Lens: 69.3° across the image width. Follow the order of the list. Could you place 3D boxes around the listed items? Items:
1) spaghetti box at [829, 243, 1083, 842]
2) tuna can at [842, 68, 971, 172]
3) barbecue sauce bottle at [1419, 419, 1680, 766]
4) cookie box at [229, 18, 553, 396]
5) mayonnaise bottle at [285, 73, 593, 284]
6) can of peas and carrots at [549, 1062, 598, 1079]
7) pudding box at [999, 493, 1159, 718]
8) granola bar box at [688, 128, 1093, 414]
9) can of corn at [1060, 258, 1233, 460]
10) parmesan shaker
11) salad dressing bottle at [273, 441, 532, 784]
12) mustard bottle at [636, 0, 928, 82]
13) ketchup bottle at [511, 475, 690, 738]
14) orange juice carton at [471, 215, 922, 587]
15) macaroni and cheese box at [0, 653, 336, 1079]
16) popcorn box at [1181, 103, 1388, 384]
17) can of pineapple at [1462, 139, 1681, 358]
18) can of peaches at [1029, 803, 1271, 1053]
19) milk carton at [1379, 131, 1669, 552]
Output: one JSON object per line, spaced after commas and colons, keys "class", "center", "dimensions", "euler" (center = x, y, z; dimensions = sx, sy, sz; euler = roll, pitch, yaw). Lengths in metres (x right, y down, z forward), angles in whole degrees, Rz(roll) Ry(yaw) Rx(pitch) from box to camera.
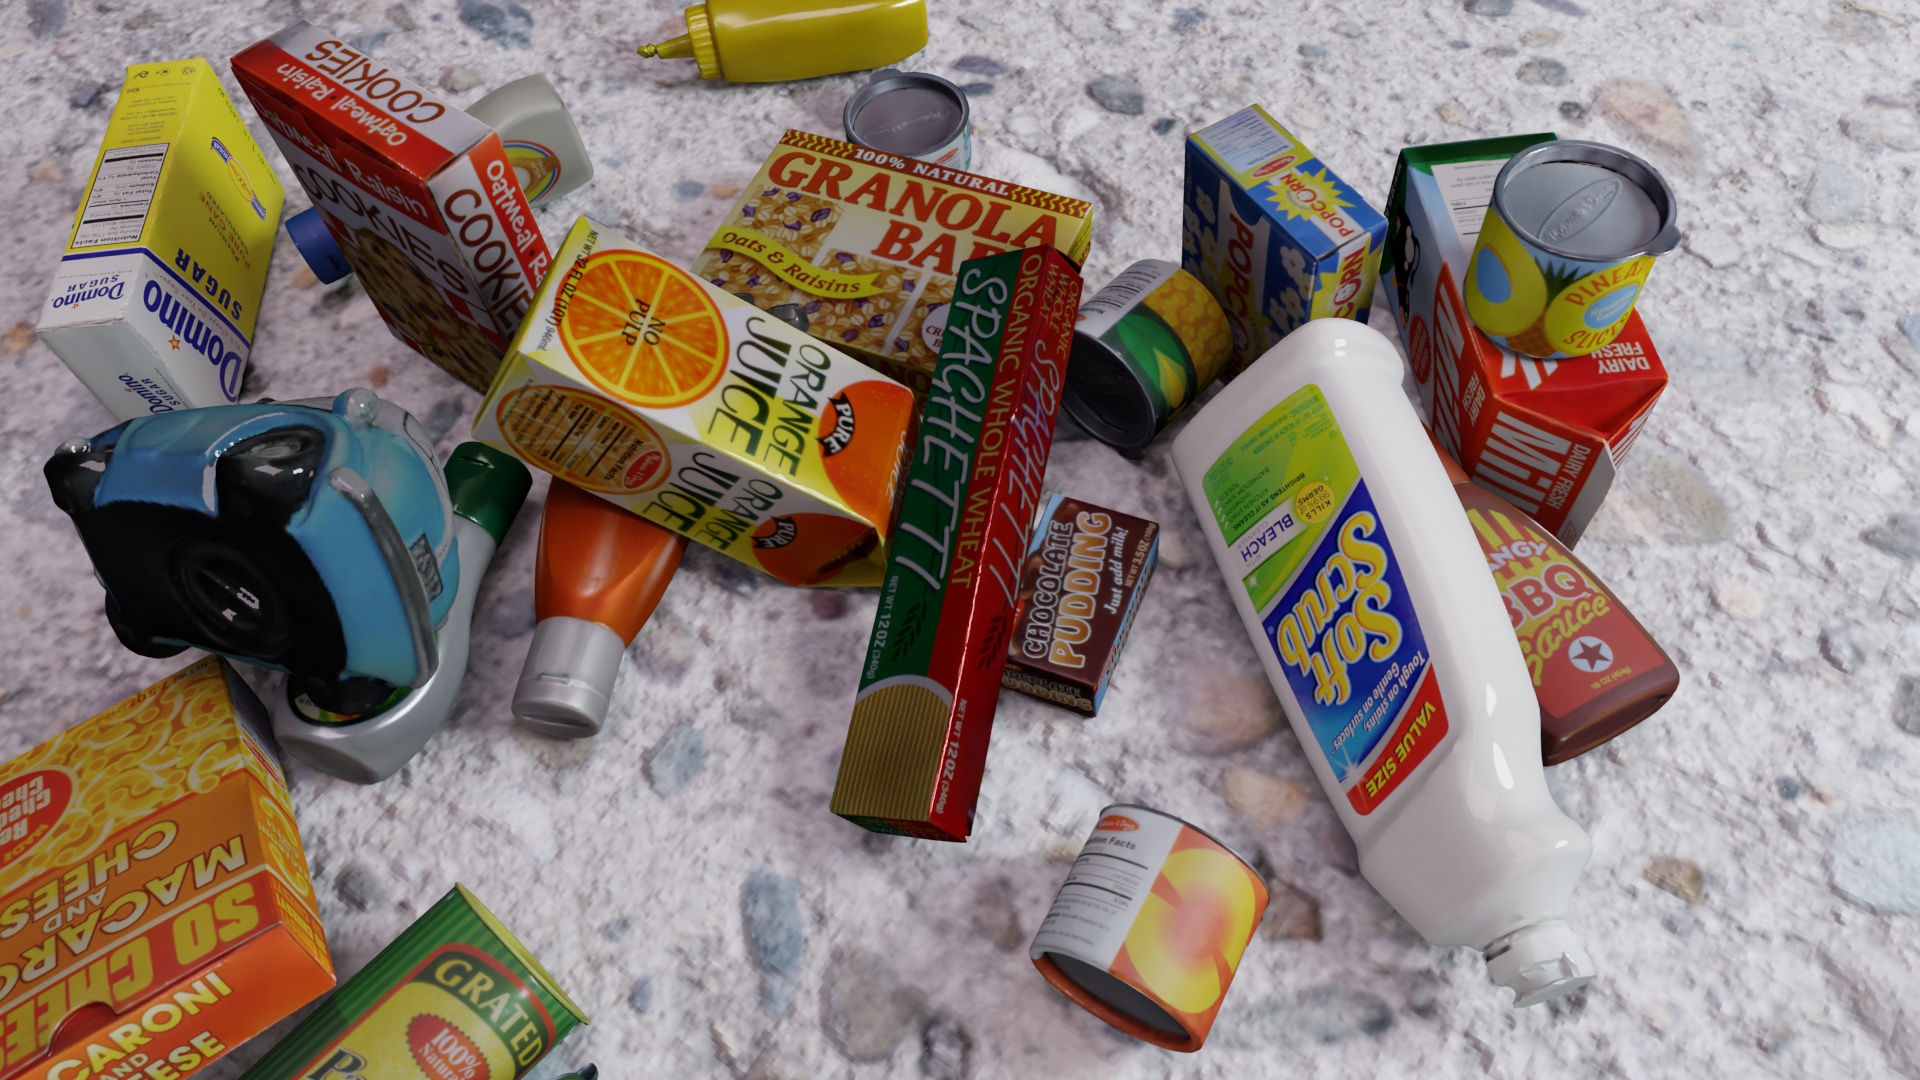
{"class": "spaghetti box", "center": [0.002, -0.007, 0.558], "dimensions": [0.050, 0.028, 0.251], "euler": [-4, 64, 37]}
{"class": "tuna can", "center": [-0.028, -0.215, 0.733], "dimensions": [0.071, 0.032, 0.071], "euler": [-1, 57, 2]}
{"class": "barbecue sauce bottle", "center": [0.215, 0.015, 0.561], "dimensions": [0.065, 0.043, 0.149], "euler": [-24, 58, -8]}
{"class": "cookie box", "center": [-0.230, -0.129, 0.608], "dimensions": [0.123, 0.166, 0.040], "euler": [32, 65, 22]}
{"class": "mayonnaise bottle", "center": [-0.265, -0.180, 0.709], "dimensions": [0.148, 0.064, 0.041], "euler": [-31, 64, -11]}
{"class": "can of peas and carrots", "center": [-0.119, 0.212, 0.438], "dimensions": [0.059, 0.070, 0.071], "euler": [29, 63, 20]}
{"class": "pudding box", "center": [0.046, 0.025, 0.572], "dimensions": [0.050, 0.030, 0.084], "euler": [17, 59, 15]}
{"class": "granola bar box", "center": [-0.034, -0.129, 0.673], "dimensions": [0.166, 0.039, 0.125], "euler": [18, 61, 15]}
{"class": "can of corn", "center": [0.080, -0.081, 0.621], "dimensions": [0.071, 0.070, 0.058], "euler": [37, 66, 24]}
{"class": "parmesan shaker", "center": [-0.186, 0.178, 0.466], "dimensions": [0.071, 0.071, 0.103], "euler": [37, 66, 24]}
{"class": "salad dressing bottle", "center": [-0.227, 0.026, 0.579], "dimensions": [0.064, 0.043, 0.148], "euler": [13, 58, 8]}
{"class": "mustard bottle", "center": [-0.101, -0.287, 0.776], "dimensions": [0.160, 0.048, 0.065], "euler": [-13, 56, -4]}
{"class": "ketchup bottle", "center": [-0.150, 0.009, 0.586], "dimensions": [0.065, 0.043, 0.149], "euler": [8, 58, 1]}
{"class": "orange juice carton", "center": [-0.090, -0.044, 0.572], "dimensions": [0.192, 0.072, 0.072], "euler": [26, 55, -22]}
{"class": "macaroni and cheese box", "center": [-0.302, 0.125, 0.490], "dimensions": [0.124, 0.040, 0.167], "euler": [-31, 41, -16]}
{"class": "popcorn box", "center": [0.134, -0.111, 0.599], "dimensions": [0.038, 0.126, 0.085], "euler": [-30, 60, -10]}
{"class": "can of pineapple", "center": [0.239, -0.113, 0.548], "dimensions": [0.071, 0.057, 0.071], "euler": [-2, 56, 4]}
{"class": "can of peaches", "center": [0.067, 0.135, 0.478], "dimensions": [0.071, 0.071, 0.058], "euler": [24, 61, 18]}
{"class": "milk carton", "center": [0.245, -0.086, 0.609], "dimensions": [0.073, 0.072, 0.191], "euler": [-6, 56, 1]}
